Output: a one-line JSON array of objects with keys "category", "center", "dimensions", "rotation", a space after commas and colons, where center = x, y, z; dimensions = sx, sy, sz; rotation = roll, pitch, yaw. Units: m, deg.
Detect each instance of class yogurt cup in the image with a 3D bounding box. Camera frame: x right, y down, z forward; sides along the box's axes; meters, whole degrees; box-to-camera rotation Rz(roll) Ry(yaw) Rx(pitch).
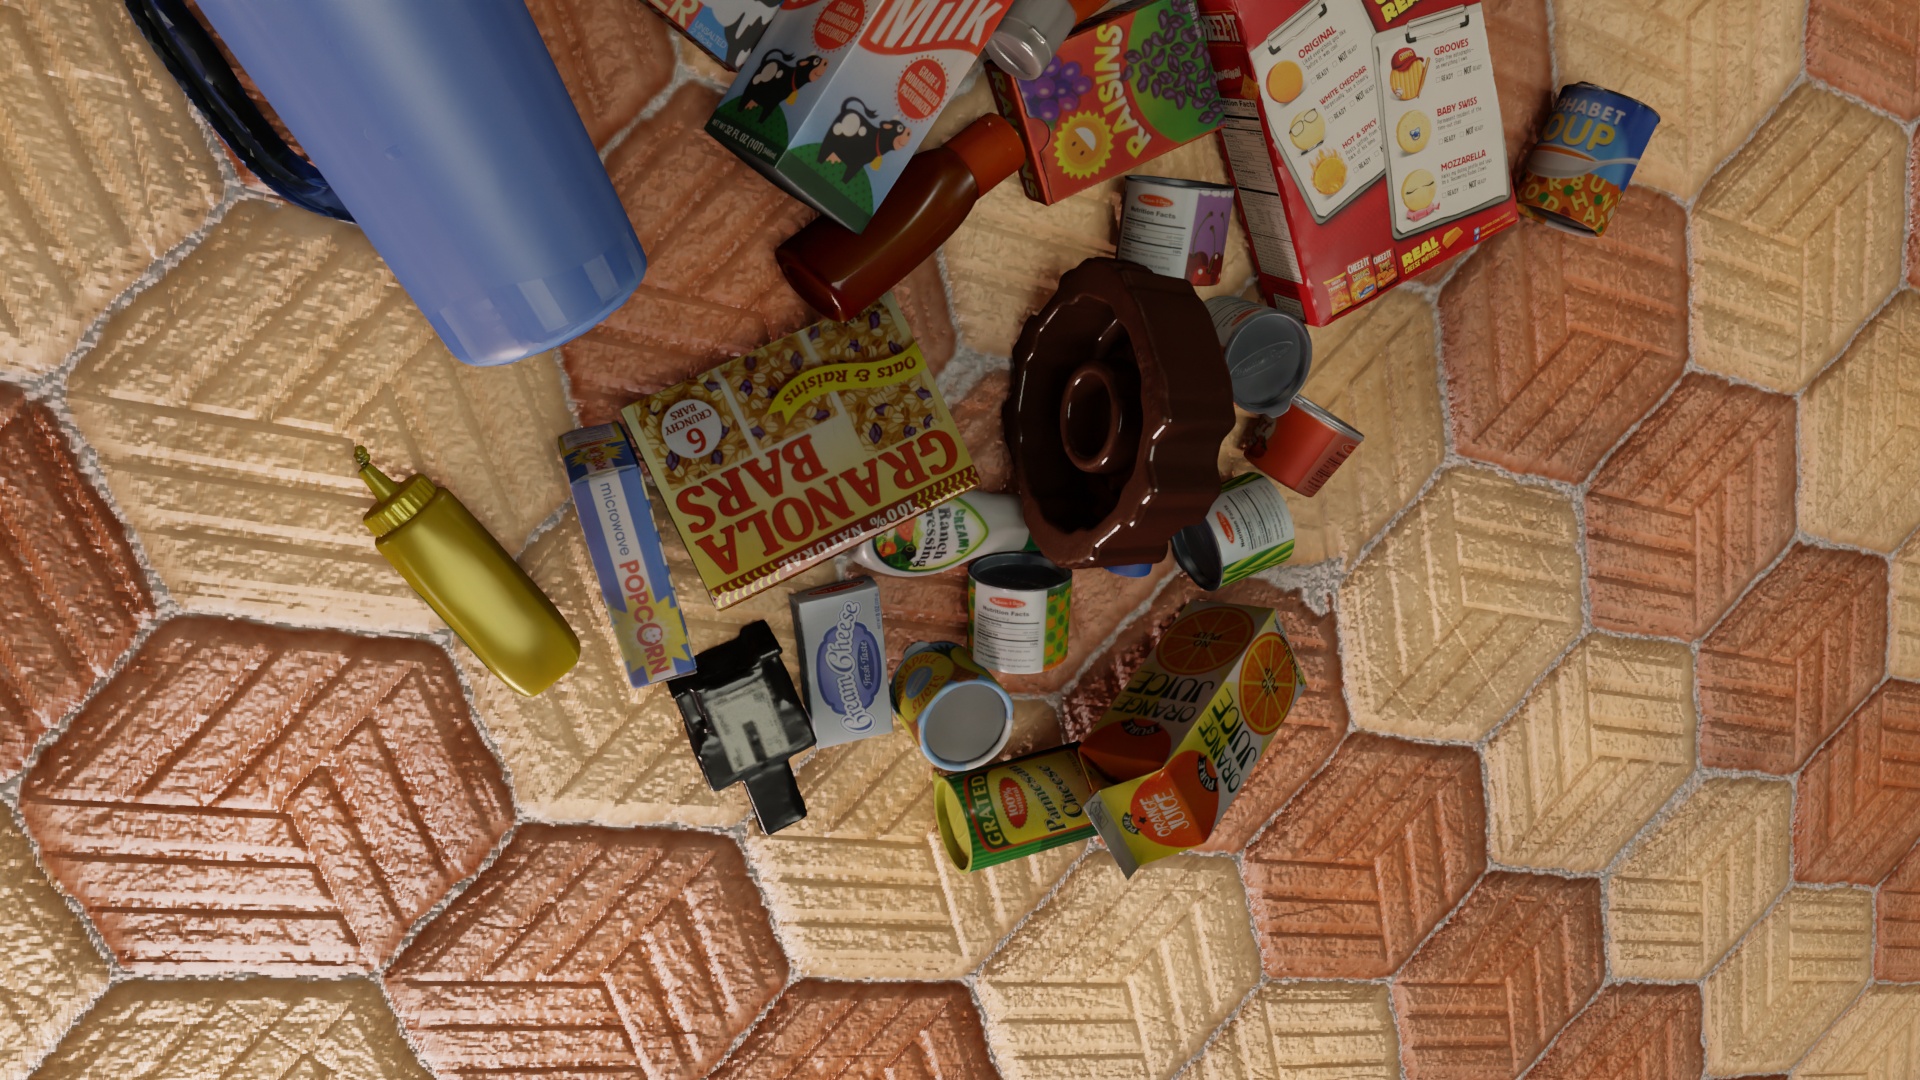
[{"category": "yogurt cup", "center": [0.226, -0.065, 0.926], "dimensions": [0.072, 0.072, 0.053], "rotation": [23, 107, -28]}]

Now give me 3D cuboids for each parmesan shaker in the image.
[{"category": "parmesan shaker", "center": [0.040, 0.176, 0.934], "dimensions": [0.103, 0.071, 0.071], "rotation": [-12, 113, -19]}]

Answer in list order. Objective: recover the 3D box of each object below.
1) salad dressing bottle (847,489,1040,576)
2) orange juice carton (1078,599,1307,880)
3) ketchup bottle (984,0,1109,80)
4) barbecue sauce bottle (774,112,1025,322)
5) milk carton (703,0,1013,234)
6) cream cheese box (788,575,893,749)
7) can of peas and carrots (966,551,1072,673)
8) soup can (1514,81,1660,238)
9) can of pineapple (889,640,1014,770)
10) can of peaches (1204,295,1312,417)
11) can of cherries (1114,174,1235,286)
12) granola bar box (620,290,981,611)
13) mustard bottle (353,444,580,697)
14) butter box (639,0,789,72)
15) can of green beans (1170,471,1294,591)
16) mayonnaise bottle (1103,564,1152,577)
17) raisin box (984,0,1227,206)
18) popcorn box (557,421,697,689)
[{"category": "salad dressing bottle", "center": [0.003, -0.011, 0.861], "dimensions": [0.148, 0.044, 0.064], "rotation": [-2, 108, -23]}, {"category": "orange juice carton", "center": [0.145, 0.129, 0.912], "dimensions": [0.193, 0.073, 0.071], "rotation": [-47, 123, -32]}, {"category": "ketchup bottle", "center": [0.066, -0.319, 0.756], "dimensions": [0.064, 0.043, 0.149], "rotation": [38, 76, -23]}, {"category": "barbecue sauce bottle", "center": [-0.029, -0.184, 0.777], "dimensions": [0.149, 0.065, 0.043], "rotation": [-40, 139, -15]}, {"category": "milk carton", "center": [-0.041, -0.266, 0.723], "dimensions": [0.190, 0.072, 0.073], "rotation": [-57, 141, 3]}, {"category": "cream cheese box", "center": [-0.074, 0.077, 0.872], "dimensions": [0.053, 0.024, 0.103], "rotation": [-12, 112, -17]}, {"category": "can of peas and carrots", "center": [0.038, 0.045, 0.885], "dimensions": [0.071, 0.071, 0.058], "rotation": [-6, 111, -21]}, {"category": "soup can", "center": [0.417, -0.256, 0.935], "dimensions": [0.071, 0.071, 0.083], "rotation": [17, 101, -27]}, {"category": "can of pineapple", "center": [-0.007, 0.105, 0.891], "dimensions": [0.071, 0.058, 0.070], "rotation": [-8, 111, -20]}, {"category": "can of peaches", "center": [0.181, -0.118, 0.890], "dimensions": [0.071, 0.058, 0.071], "rotation": [-8, 112, -21]}, {"category": "can of cherries", "center": [0.130, -0.188, 0.840], "dimensions": [0.071, 0.071, 0.058], "rotation": [-2, 110, -22]}, {"category": "granola bar box", "center": [-0.089, -0.051, 0.787], "dimensions": [0.166, 0.039, 0.124], "rotation": [-26, 93, -12]}, {"category": "mustard bottle", "center": [-0.271, 0.013, 0.746], "dimensions": [0.049, 0.065, 0.160], "rotation": [-41, 113, -11]}, {"category": "butter box", "center": [-0.142, -0.292, 0.709], "dimensions": [0.103, 0.024, 0.053], "rotation": [32, 93, -29]}, {"category": "can of green beans", "center": [0.180, -0.007, 0.925], "dimensions": [0.058, 0.071, 0.071], "rotation": [-20, 115, -16]}, {"category": "mayonnaise bottle", "center": [0.120, -0.050, 0.888], "dimensions": [0.041, 0.065, 0.147], "rotation": [2, 111, -24]}, {"category": "raisin box", "center": [0.086, -0.259, 0.809], "dimensions": [0.123, 0.040, 0.085], "rotation": [-26, 117, -12]}, {"category": "popcorn box", "center": [-0.184, 0.007, 0.765], "dimensions": [0.038, 0.085, 0.126], "rotation": [-17, 115, -15]}]
